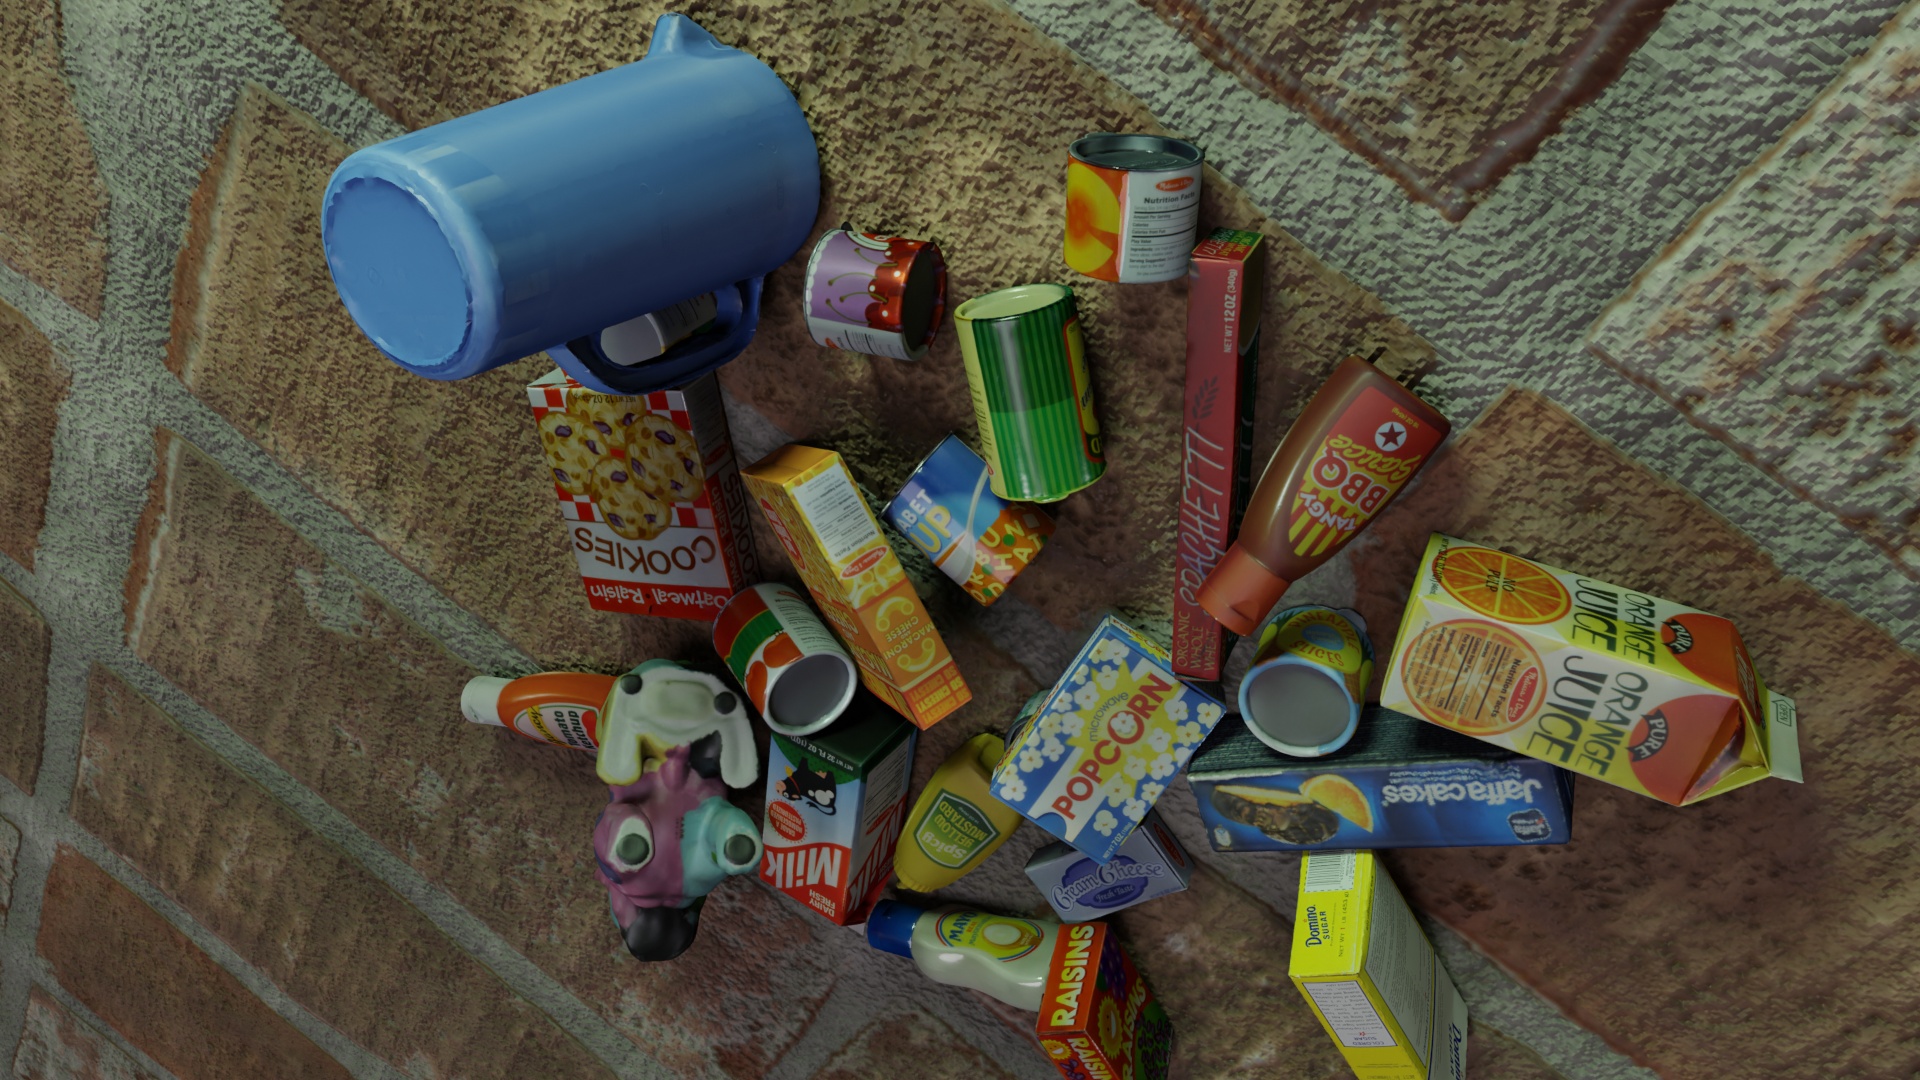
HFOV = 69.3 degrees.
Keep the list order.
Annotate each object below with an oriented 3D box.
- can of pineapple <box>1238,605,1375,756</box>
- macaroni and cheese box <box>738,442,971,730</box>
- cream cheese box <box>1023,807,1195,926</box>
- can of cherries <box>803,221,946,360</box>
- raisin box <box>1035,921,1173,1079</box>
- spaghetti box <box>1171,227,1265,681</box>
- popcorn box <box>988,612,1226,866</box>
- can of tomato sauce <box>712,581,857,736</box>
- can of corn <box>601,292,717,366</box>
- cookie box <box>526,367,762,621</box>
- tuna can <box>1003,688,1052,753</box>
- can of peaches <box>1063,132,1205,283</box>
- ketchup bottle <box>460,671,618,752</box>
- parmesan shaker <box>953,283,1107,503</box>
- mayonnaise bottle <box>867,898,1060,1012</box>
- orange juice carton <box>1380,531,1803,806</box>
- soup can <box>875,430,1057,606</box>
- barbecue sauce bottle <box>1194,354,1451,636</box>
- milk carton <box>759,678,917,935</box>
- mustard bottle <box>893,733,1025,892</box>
[{"bbox_3d":[0.194,0.077,0.774,0.071,0.058,0.070,11,121,20],"label":"can of pineapple"},{"bbox_3d":[-0.064,0.024,0.836,0.166,0.040,0.124,61,166,-15],"label":"macaroni and cheese box"},{"bbox_3d":[0.098,0.217,0.919,0.103,0.024,0.053,-30,101,35],"label":"cream cheese box"},{"bbox_3d":[-0.045,-0.138,0.764,0.058,0.072,0.071,12,121,19],"label":"can of cherries"},{"bbox_3d":[0.098,0.328,0.928,0.040,0.086,0.123,-13,123,27],"label":"raisin box"},{"bbox_3d":[0.136,-0.039,0.742,0.029,0.050,0.248,10,121,22],"label":"spaghetti box"},{"bbox_3d":[0.087,0.118,0.826,0.085,0.038,0.126,33,105,-4],"label":"popcorn box"},{"bbox_3d":[-0.113,0.077,0.890,0.083,0.071,0.070,44,138,47],"label":"can of tomato sauce"},{"bbox_3d":[-0.191,-0.127,0.842,0.071,0.058,0.070,11,121,20],"label":"can of corn"},{"bbox_3d":[-0.206,-0.029,0.915,0.123,0.040,0.166,4,118,24],"label":"cookie box"},{"bbox_3d":[0.064,0.131,0.881,0.071,0.033,0.070,11,121,19],"label":"tuna can"},{"bbox_3d":[0.084,-0.165,0.688,0.071,0.071,0.057,12,122,19],"label":"can of peaches"},{"bbox_3d":[-0.308,0.126,1.048,0.149,0.044,0.064,3,129,25],"label":"ketchup bottle"},{"bbox_3d":[0.039,-0.080,0.752,0.071,0.072,0.102,-1,116,26],"label":"parmesan shaker"},{"bbox_3d":[0.006,0.286,0.979,0.148,0.065,0.041,7,118,27],"label":"mayonnaise bottle"},{"bbox_3d":[0.320,0.069,0.701,0.193,0.072,0.072,18,123,16],"label":"orange juice carton"},{"bbox_3d":[0.003,-0.010,0.808,0.084,0.072,0.071,41,126,-1],"label":"soup can"},{"bbox_3d":[0.178,-0.018,0.706,0.065,0.044,0.148,31,107,-18],"label":"barbecue sauce bottle"},{"bbox_3d":[-0.087,0.191,0.957,0.072,0.074,0.189,23,125,22],"label":"milk carton"},{"bbox_3d":[-0.007,0.198,0.942,0.065,0.049,0.159,37,126,4],"label":"mustard bottle"}]
